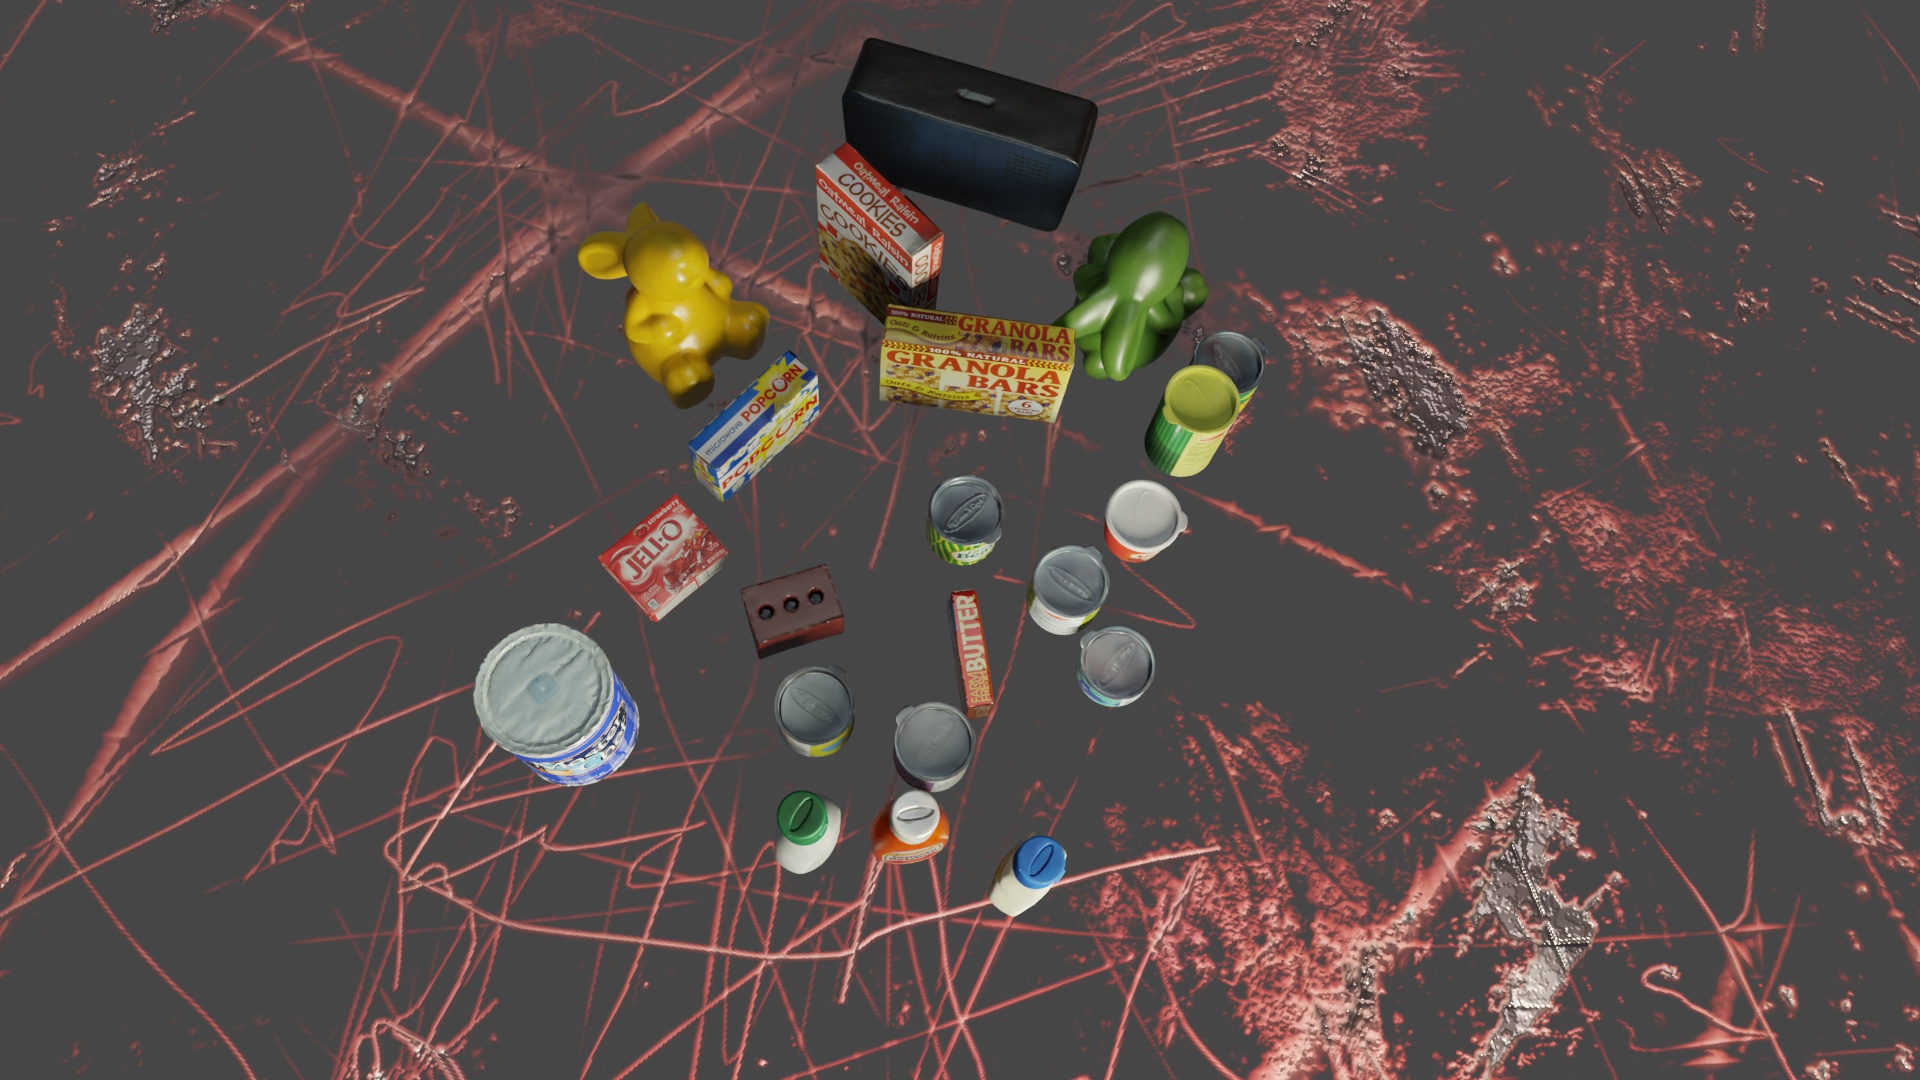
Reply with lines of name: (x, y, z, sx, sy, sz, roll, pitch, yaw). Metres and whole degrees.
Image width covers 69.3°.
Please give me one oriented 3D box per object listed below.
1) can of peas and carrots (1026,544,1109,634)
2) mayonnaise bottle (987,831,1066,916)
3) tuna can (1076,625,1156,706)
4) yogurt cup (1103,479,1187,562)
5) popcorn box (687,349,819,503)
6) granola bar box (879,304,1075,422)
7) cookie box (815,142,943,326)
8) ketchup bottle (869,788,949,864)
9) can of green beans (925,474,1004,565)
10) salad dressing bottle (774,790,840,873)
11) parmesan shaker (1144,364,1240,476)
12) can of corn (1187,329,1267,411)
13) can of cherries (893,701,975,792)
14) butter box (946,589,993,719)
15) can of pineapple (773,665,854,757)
can of peas and carrots: (0.094, 0.042, 1.213, 0.071, 0.058, 0.071, 1, 70, -4)
mayonnaise bottle: (0.054, 0.257, 1.085, 0.041, 0.147, 0.065, 35, 72, 8)
tuna can: (0.132, 0.108, 1.205, 0.071, 0.032, 0.071, 1, 70, -4)
yogurt cup: (0.159, -0.014, 1.240, 0.072, 0.053, 0.072, 1, 70, -4)
popcorn box: (-0.181, -0.099, 1.228, 0.038, 0.085, 0.127, 41, 73, 10)
granola bar box: (0.013, -0.157, 1.243, 0.166, 0.123, 0.039, 7, 70, -2)
cookie box: (-0.074, -0.264, 1.252, 0.040, 0.167, 0.123, -42, 79, -16)
ketchup bottle: (-0.039, 0.224, 1.089, 0.065, 0.148, 0.043, -9, 72, -7)
can of green beans: (0.003, -0.017, 1.227, 0.071, 0.057, 0.071, 1, 70, -4)
salad dressing bottle: (-0.121, 0.224, 1.084, 0.044, 0.147, 0.064, 30, 71, 6)
parmesan shaker: (0.204, -0.105, 1.250, 0.071, 0.102, 0.071, 1, 71, -4)
can of corn: (0.247, -0.155, 1.295, 0.071, 0.058, 0.071, 1, 70, -4)
can of cherries: (-0.024, 0.171, 1.157, 0.071, 0.058, 0.071, 1, 70, -4)
butter box: (0.008, 0.098, 1.189, 0.024, 0.053, 0.104, -7, 71, -7)
can of pineapple: (-0.120, 0.143, 1.160, 0.071, 0.057, 0.071, 1, 70, -4)
